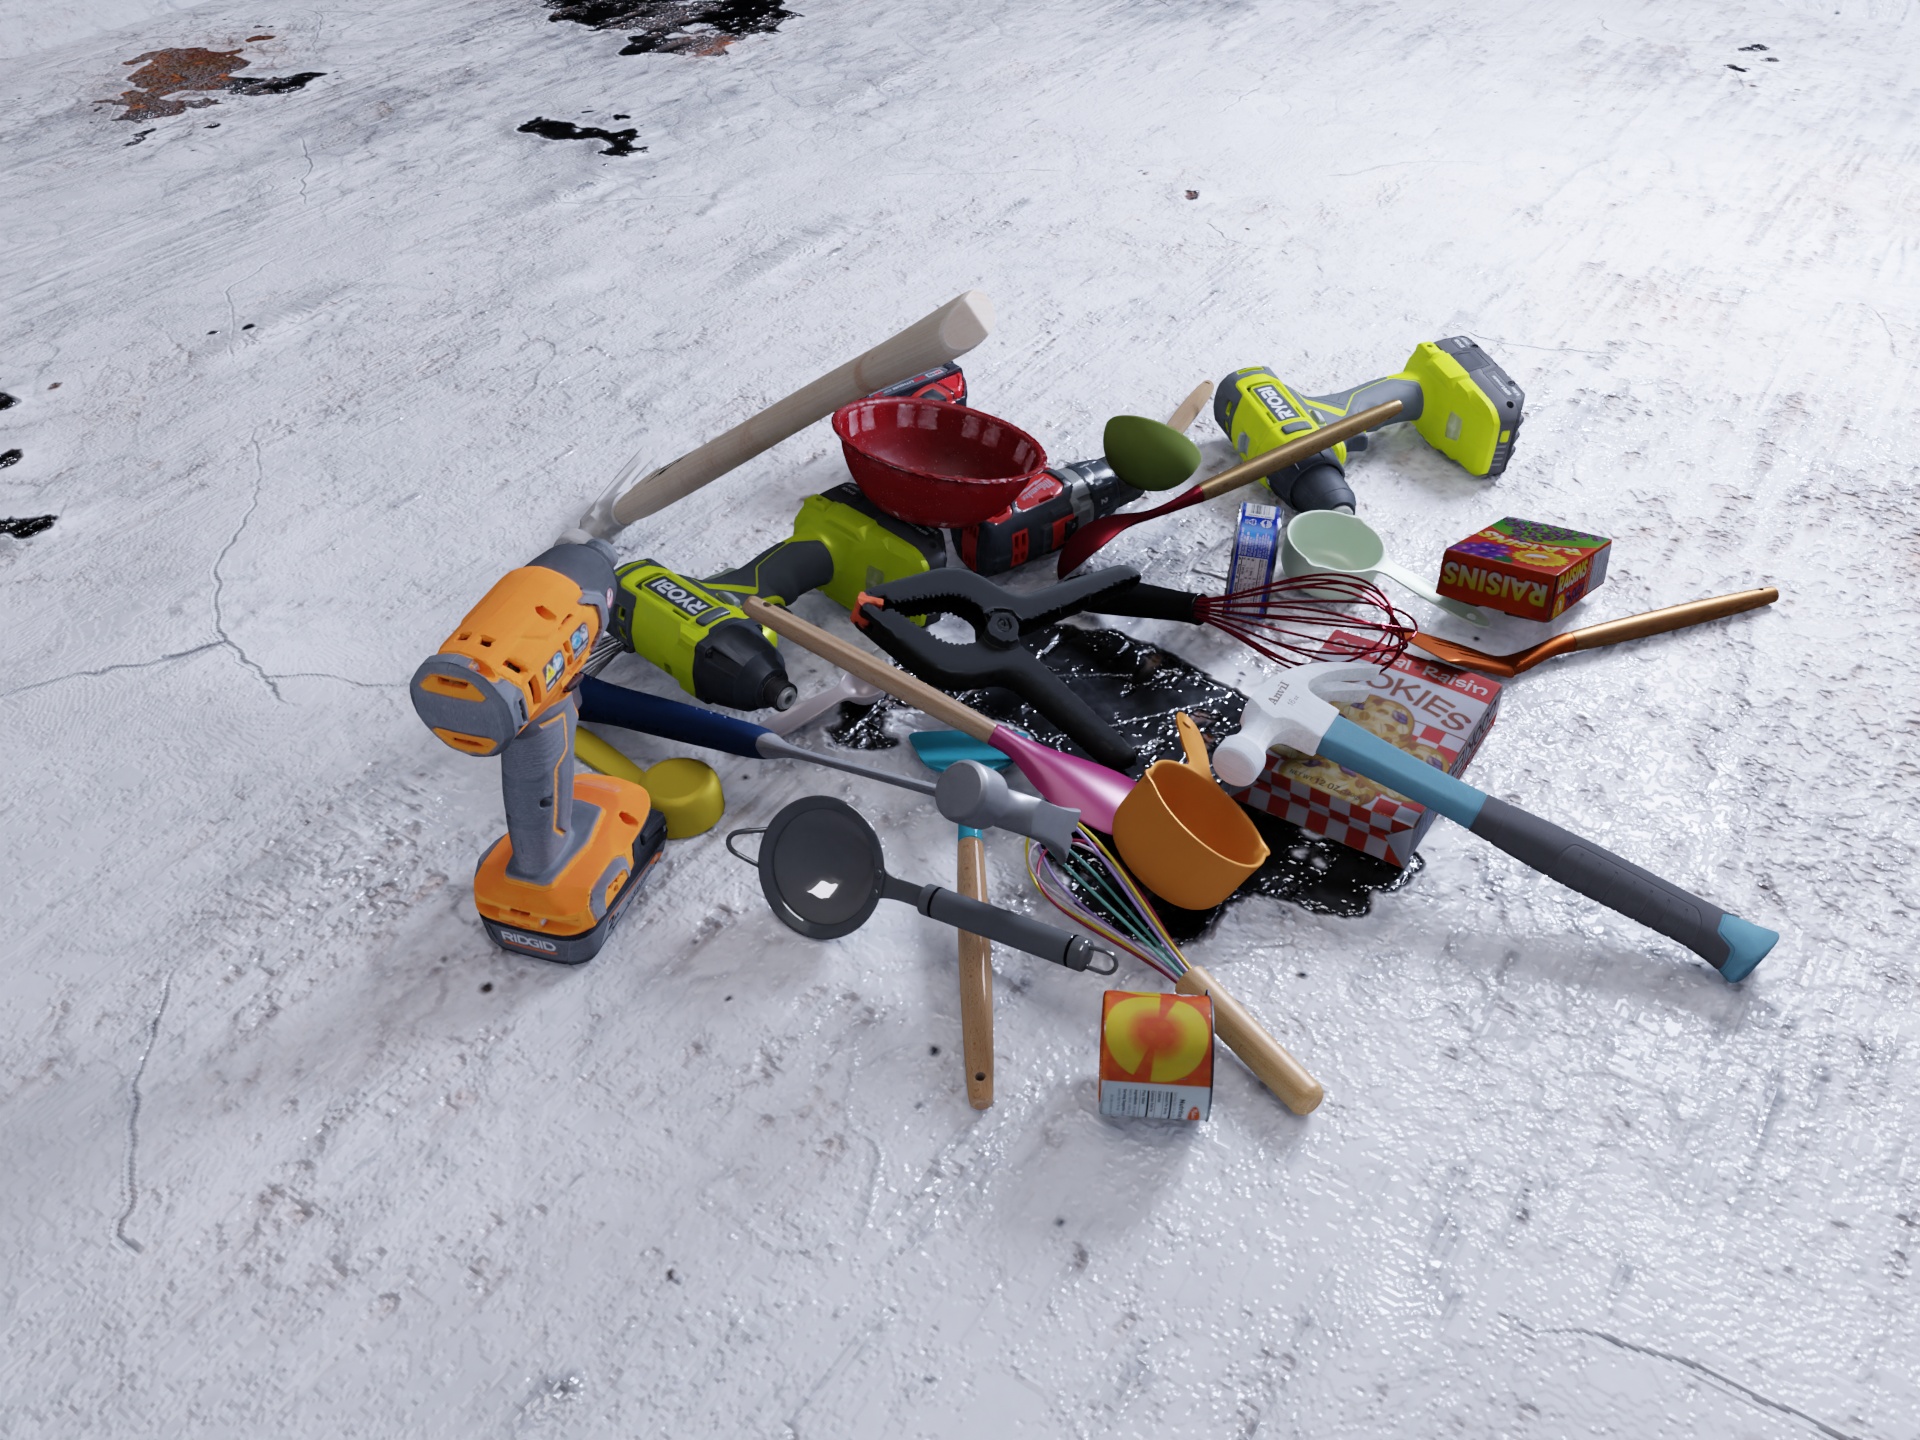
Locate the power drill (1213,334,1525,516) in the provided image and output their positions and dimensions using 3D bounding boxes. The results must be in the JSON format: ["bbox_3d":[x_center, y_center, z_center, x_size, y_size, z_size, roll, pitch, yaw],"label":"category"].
[{"bbox_3d":[0.349,-0.240,1.338,0.228,0.080,0.191,-13,46,-11],"label":"power drill"}]

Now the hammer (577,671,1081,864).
[{"bbox_3d":[-0.107,0.021,0.990,0.406,0.144,0.035,13,83,37],"label":"hammer"}]

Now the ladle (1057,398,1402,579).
[{"bbox_3d":[0.211,-0.187,1.247,0.315,0.031,0.069,-25,2,-10],"label":"ladle"}]

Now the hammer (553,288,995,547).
[{"bbox_3d":[-0.137,-0.222,1.175,0.410,0.038,0.146,-19,30,37],"label":"hammer"}]

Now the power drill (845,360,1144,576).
[{"bbox_3d":[0.030,-0.214,1.313,0.188,0.080,0.227,-27,49,-28],"label":"power drill"}]

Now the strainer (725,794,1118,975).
[{"bbox_3d":[-0.023,0.104,0.926,0.258,0.087,0.050,16,8,29],"label":"strainer"}]

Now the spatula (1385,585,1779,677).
[{"bbox_3d":[0.464,-0.070,1.156,0.322,0.041,0.081,-13,25,-16],"label":"spatula"}]

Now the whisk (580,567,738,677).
[{"bbox_3d":[-0.250,-0.056,1.154,0.246,0.057,0.059,-33,84,-37],"label":"whisk"}]

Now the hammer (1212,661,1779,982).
[{"bbox_3d":[0.324,0.063,0.958,0.331,0.033,0.128,29,49,15],"label":"hammer"}]

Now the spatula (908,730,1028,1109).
[{"bbox_3d":[0.008,0.103,0.973,0.082,0.044,0.318,0,44,-1],"label":"spatula"}]

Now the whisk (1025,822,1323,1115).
[{"bbox_3d":[0.116,0.138,0.919,0.047,0.051,0.245,-44,55,-2],"label":"whisk"}]

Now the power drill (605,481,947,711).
[{"bbox_3d":[-0.119,-0.084,1.135,0.171,0.080,0.223,31,43,30],"label":"power drill"}]

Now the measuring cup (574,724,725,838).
[{"bbox_3d":[-0.221,0.027,1.058,0.157,0.029,0.062,29,48,29],"label":"measuring cup"}]

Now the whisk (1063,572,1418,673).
[{"bbox_3d":[0.185,-0.076,1.119,0.296,0.073,0.073,13,38,43],"label":"whisk"}]

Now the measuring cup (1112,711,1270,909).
[{"bbox_3d":[0.135,0.052,0.997,0.095,0.052,0.174,32,24,-14],"label":"measuring cup"}]

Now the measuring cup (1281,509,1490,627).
[{"bbox_3d":[0.320,-0.102,1.206,0.168,0.038,0.083,33,49,20],"label":"measuring cup"}]

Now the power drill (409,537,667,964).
[{"bbox_3d":[-0.232,0.012,0.923,0.084,0.226,0.164,11,41,14],"label":"power drill"}]

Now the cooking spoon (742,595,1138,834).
[{"bbox_3d":[-0.002,-0.003,1.033,0.319,0.017,0.069,28,34,6],"label":"cooking spoon"}]

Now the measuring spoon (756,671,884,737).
[{"bbox_3d":[-0.105,-0.002,1.109,0.124,0.018,0.034,-28,47,-19],"label":"measuring spoon"}]

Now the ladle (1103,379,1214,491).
[{"bbox_3d":[0.183,-0.255,1.324,0.078,0.062,0.320,21,29,9],"label":"ladle"}]
